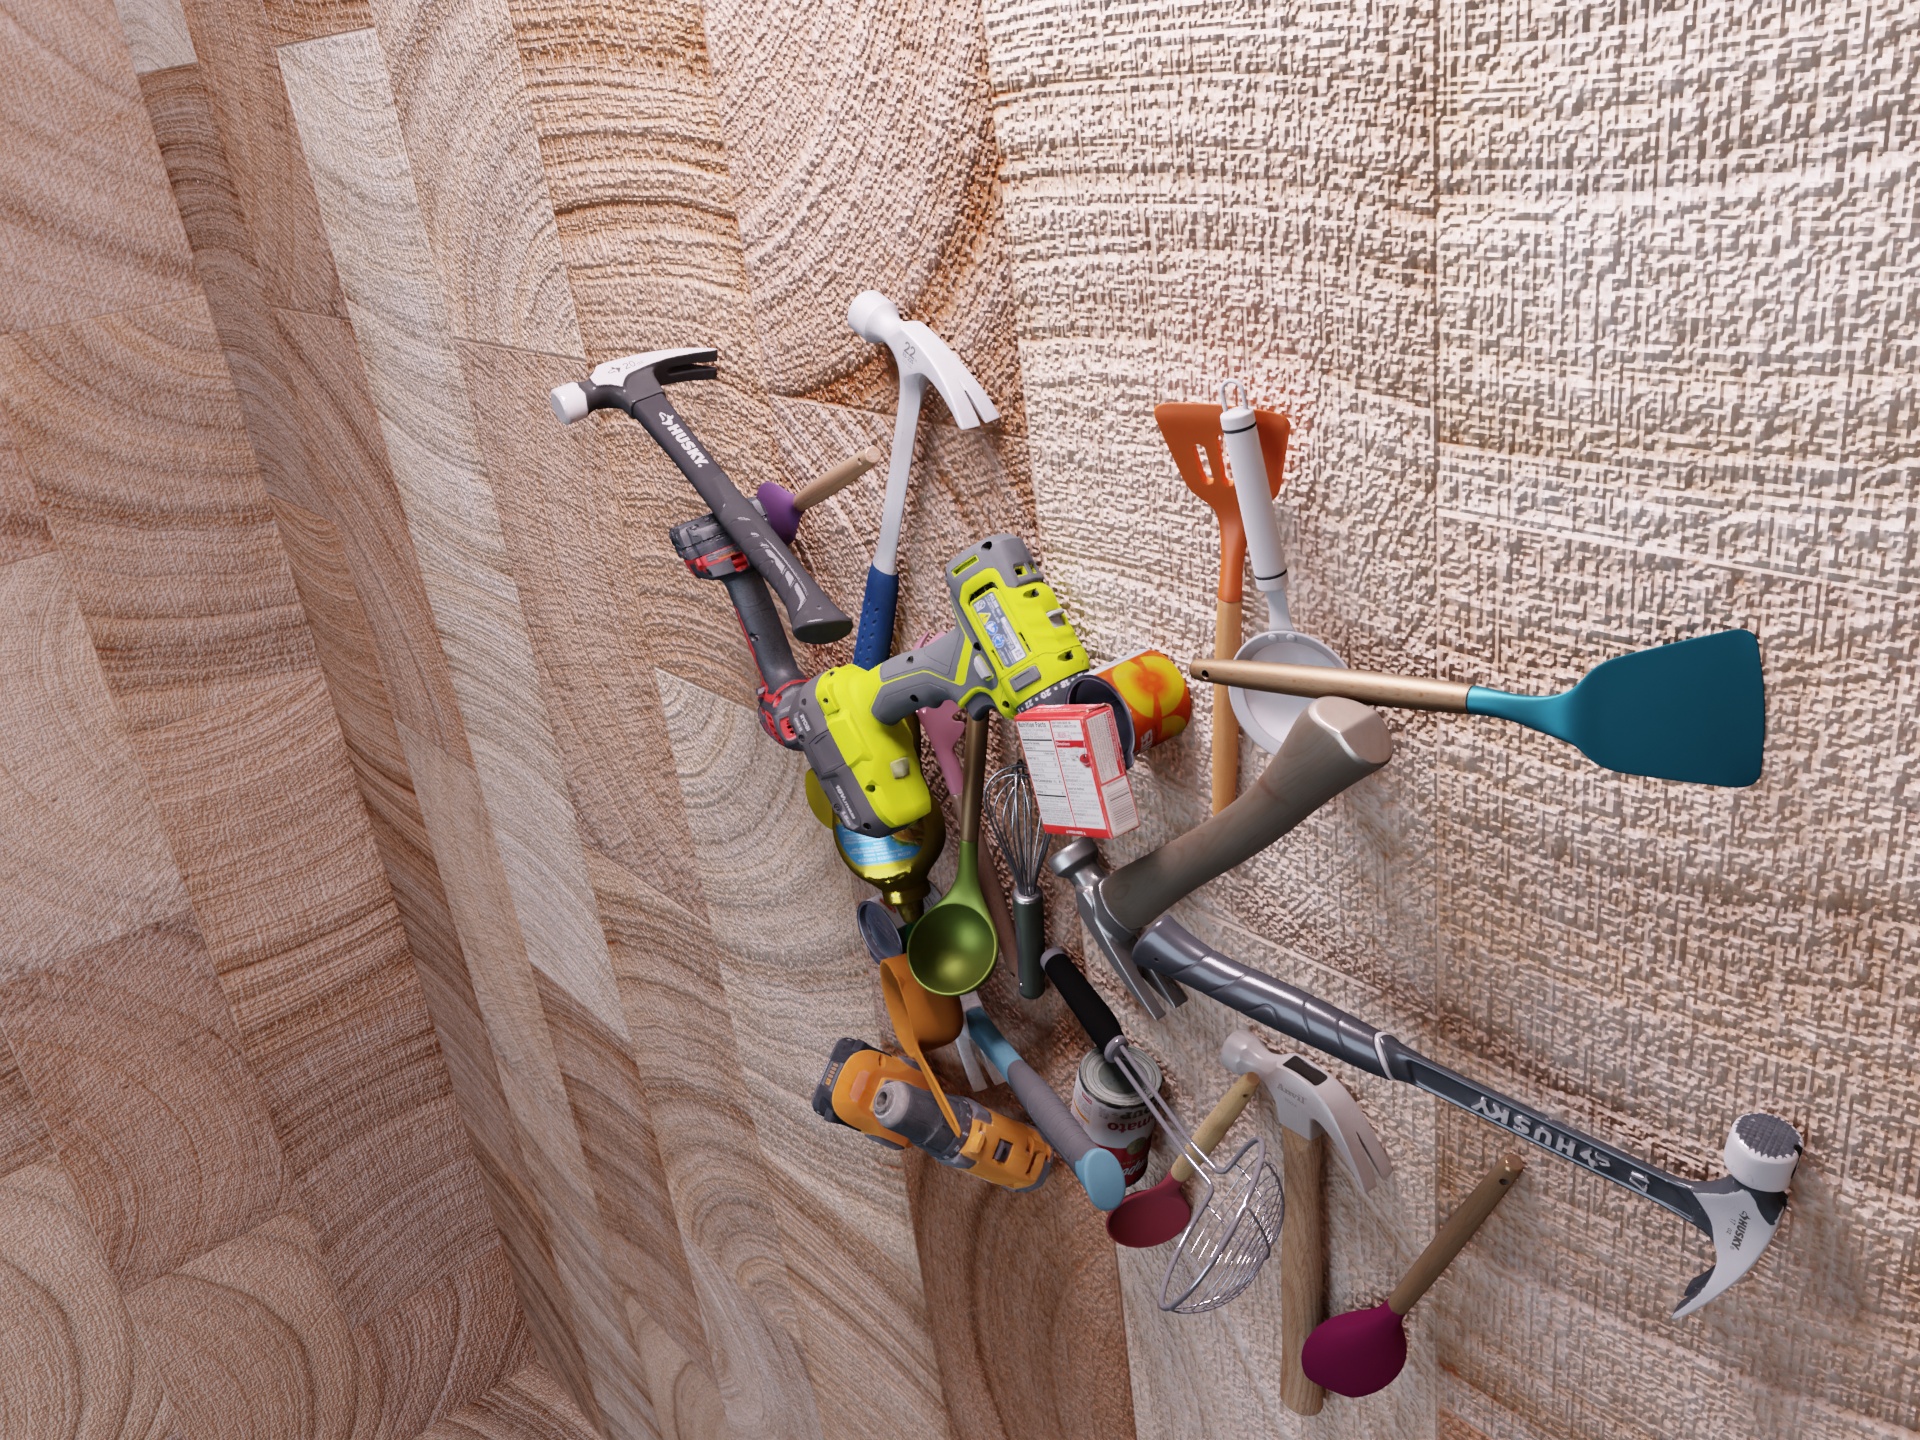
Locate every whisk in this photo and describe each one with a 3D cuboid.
[{"bbox_3d":[0.052,0.132,1.274,0.058,0.059,0.246,-94,-1,-55],"label":"whisk"}]

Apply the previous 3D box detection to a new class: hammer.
[{"bbox_3d":[0.278,0.215,0.964,0.409,0.036,0.149,23,131,34],"label":"hammer"},{"bbox_3d":[-0.056,-0.128,1.266,0.144,0.035,0.405,44,141,30],"label":"hammer"},{"bbox_3d":[0.253,0.387,1.169,0.130,0.031,0.331,24,130,46],"label":"hammer"},{"bbox_3d":[-0.192,-0.187,1.312,0.335,0.146,0.035,50,152,23],"label":"hammer"},{"bbox_3d":[0.170,0.090,1.034,0.146,0.038,0.410,57,156,10],"label":"hammer"},{"bbox_3d":[0.052,0.294,1.299,0.331,0.033,0.128,-142,39,-65],"label":"hammer"}]

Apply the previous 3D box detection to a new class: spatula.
[{"bbox_3d":[0.165,-0.052,0.999,0.081,0.041,0.322,10,124,23],"label":"spatula"},{"bbox_3d":[0.258,-0.016,0.857,0.318,0.044,0.082,10,119,45],"label":"spatula"},{"bbox_3d":[-0.123,-0.185,1.295,0.316,0.018,0.060,-7,103,68],"label":"spatula"}]

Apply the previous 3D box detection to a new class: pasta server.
[{"bbox_3d":[0.012,0.079,1.316,0.060,0.040,0.316,7,120,53],"label":"pasta server"}]

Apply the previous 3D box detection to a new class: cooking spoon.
[{"bbox_3d":[0.309,0.387,1.087,0.069,0.017,0.318,22,131,7],"label":"cooking spoon"}]

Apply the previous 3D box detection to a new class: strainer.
[{"bbox_3d":[0.186,-0.077,0.930,0.087,0.050,0.258,3,121,39],"label":"strainer"}]

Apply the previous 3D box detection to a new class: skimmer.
[{"bbox_3d":[0.118,0.268,1.141,0.127,0.090,0.364,-60,33,15],"label":"skimmer"}]

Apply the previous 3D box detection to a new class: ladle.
[{"bbox_3d":[0.004,0.075,1.265,0.078,0.062,0.320,14,115,21],"label":"ladle"},{"bbox_3d":[0.172,0.334,1.204,0.315,0.069,0.031,106,165,-53],"label":"ladle"}]

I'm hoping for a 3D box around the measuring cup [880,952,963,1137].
[{"bbox_3d":[-0.015,0.272,1.354,0.095,0.052,0.174,94,153,-49],"label":"measuring cup"}]

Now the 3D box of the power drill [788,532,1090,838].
[{"bbox_3d":[-0.002,-0.004,1.177,0.228,0.080,0.190,-31,83,31],"label":"power drill"}]

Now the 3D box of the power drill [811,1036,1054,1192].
[{"bbox_3d":[-0.047,0.355,1.451,0.185,0.084,0.226,31,165,-33],"label":"power drill"}]

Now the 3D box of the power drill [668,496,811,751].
[{"bbox_3d":[-0.177,-0.081,1.405,0.219,0.078,0.143,68,169,-11],"label":"power drill"}]
